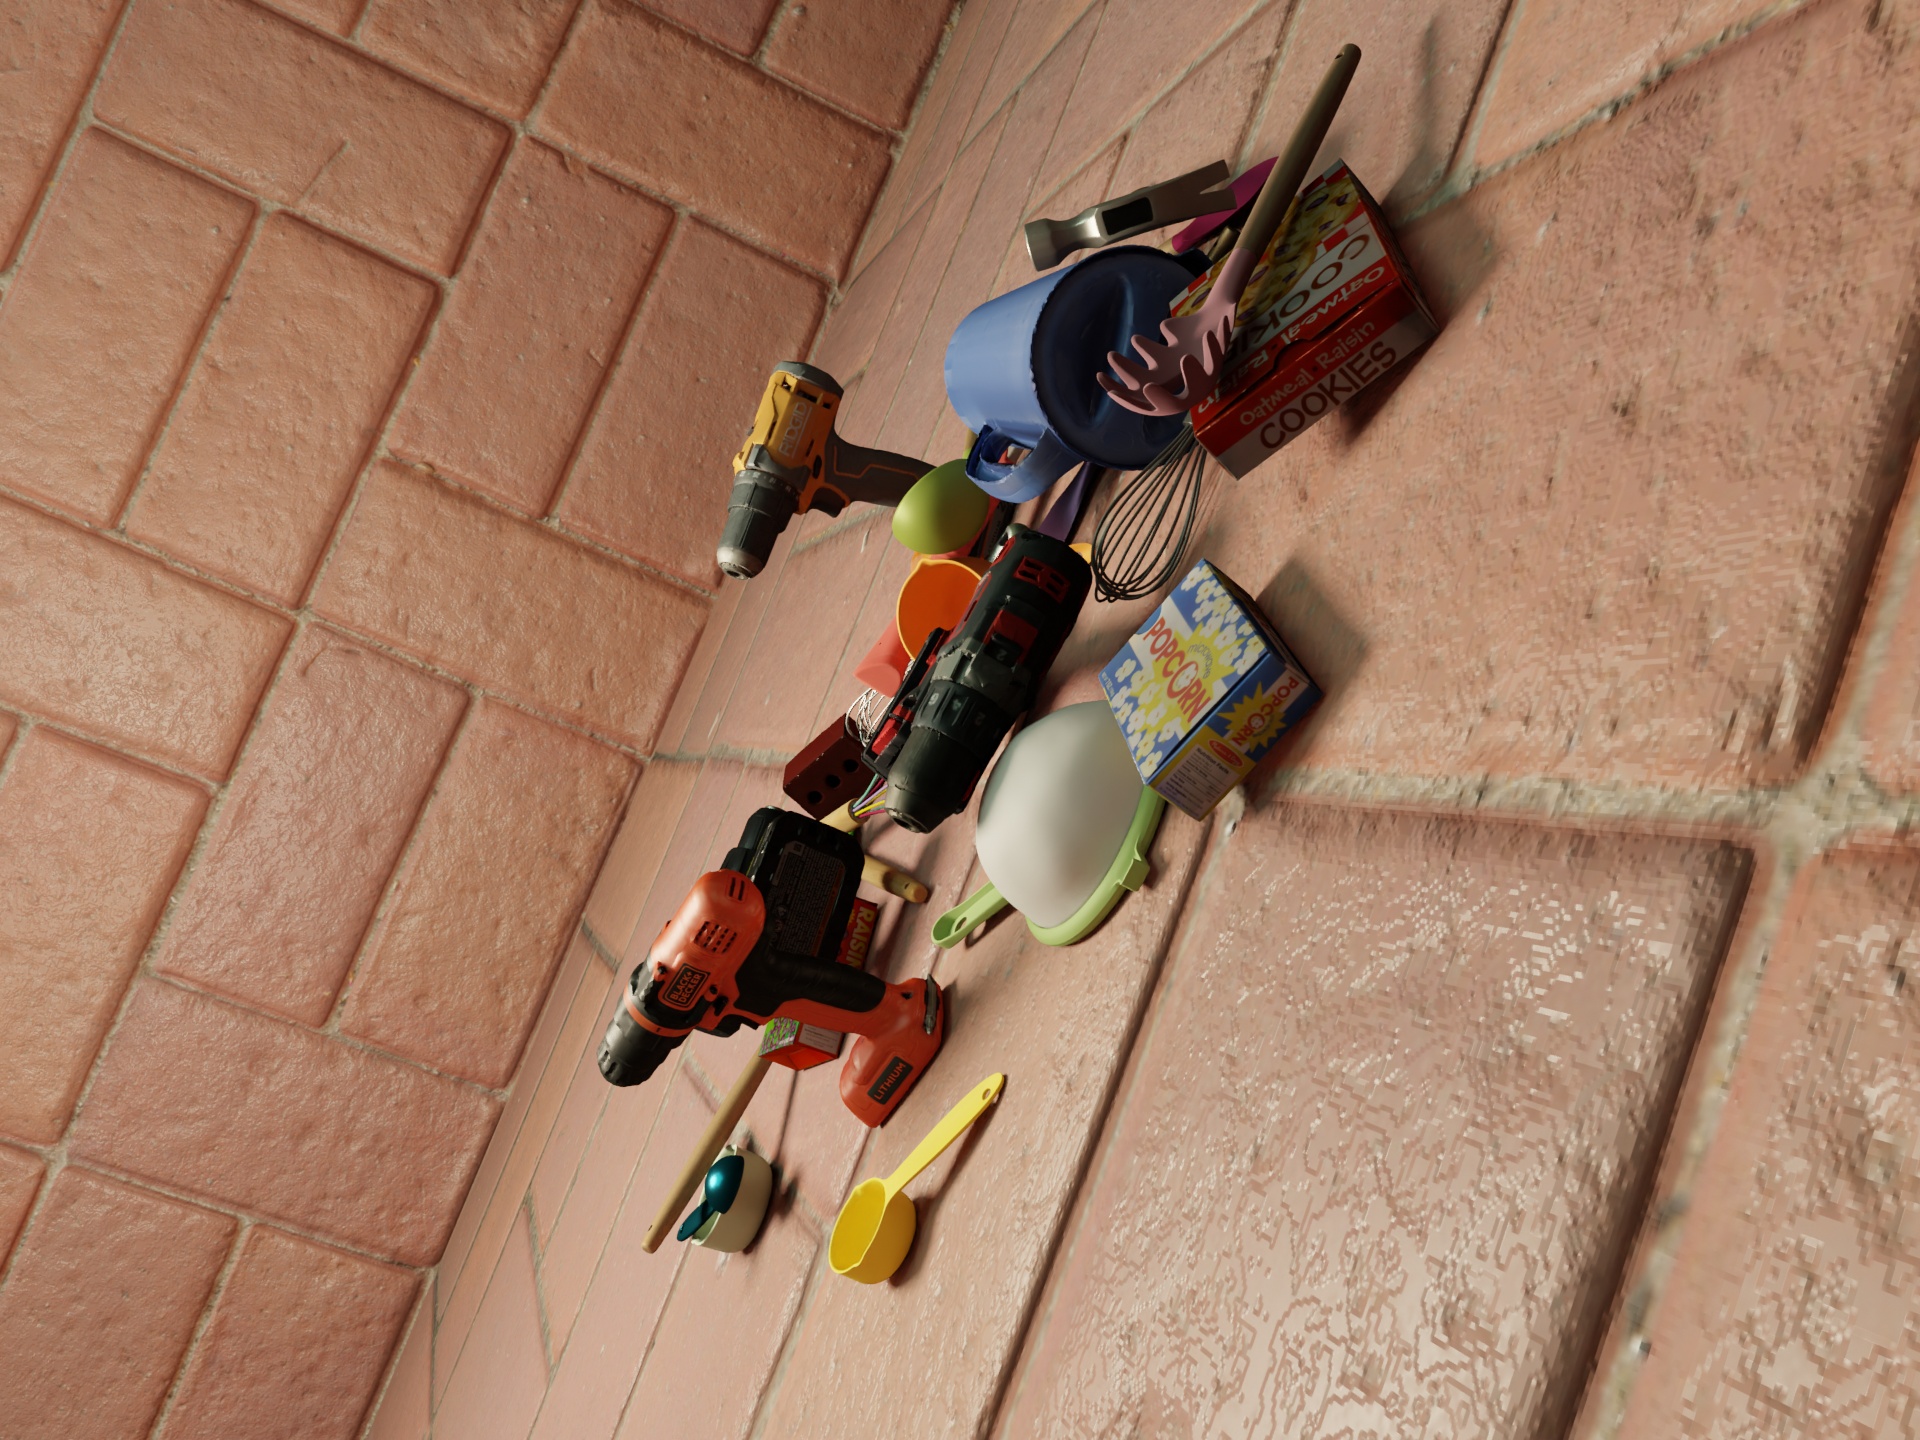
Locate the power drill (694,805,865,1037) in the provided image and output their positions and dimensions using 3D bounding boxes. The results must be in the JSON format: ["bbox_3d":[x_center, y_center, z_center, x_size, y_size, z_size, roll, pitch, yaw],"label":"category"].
[{"bbox_3d":[-0.152,0.143,1.233,0.228,0.080,0.191,-31,38,65],"label":"power drill"}]

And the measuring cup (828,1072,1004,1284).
[{"bbox_3d":[-0.018,0.258,0.898,0.156,0.029,0.062,-49,20,16],"label":"measuring cup"}]

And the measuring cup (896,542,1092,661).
[{"bbox_3d":[0.035,-0.092,1.149,0.173,0.095,0.052,-23,-3,32],"label":"measuring cup"}]

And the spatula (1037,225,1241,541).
[{"bbox_3d":[0.111,-0.207,1.129,0.315,0.018,0.060,-59,22,29],"label":"spatula"}]

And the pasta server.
[{"bbox_3d":[0.158,-0.270,0.849,0.060,0.040,0.316,-1,51,43],"label":"pasta server"}]

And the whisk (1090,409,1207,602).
[{"bbox_3d":[0.141,-0.174,0.940,0.239,0.055,0.055,-62,16,0],"label":"whisk"}]

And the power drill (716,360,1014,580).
[{"bbox_3d":[-0.082,-0.171,1.315,0.084,0.226,0.185,-24,45,67],"label":"power drill"}]

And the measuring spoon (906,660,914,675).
[{"bbox_3d":[-0.020,-0.064,1.359,0.124,0.018,0.034,-54,51,54],"label":"measuring spoon"}]

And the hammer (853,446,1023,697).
[{"bbox_3d":[0.018,-0.181,1.264,0.359,0.036,0.149,-59,18,-6],"label":"hammer"}]

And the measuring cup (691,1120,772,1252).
[{"bbox_3d":[-0.178,0.354,1.240,0.083,0.038,0.168,-65,14,4],"label":"measuring cup"}]

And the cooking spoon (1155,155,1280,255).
[{"bbox_3d":[0.154,-0.347,1.185,0.069,0.017,0.319,-53,13,-13],"label":"cooking spoon"}]

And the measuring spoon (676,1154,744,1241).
[{"bbox_3d":[-0.192,0.355,1.170,0.128,0.021,0.042,-50,23,43],"label":"measuring spoon"}]

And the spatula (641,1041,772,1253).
[{"bbox_3d":[-0.172,0.271,1.246,0.082,0.044,0.318,-41,14,49],"label":"spatula"}]

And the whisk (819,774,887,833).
[{"bbox_3d":[-0.072,0.066,1.245,0.245,0.051,0.047,-33,41,52],"label":"whisk"}]

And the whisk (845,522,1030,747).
[{"bbox_3d":[-0.017,-0.065,1.291,0.246,0.059,0.058,-52,33,29],"label":"whisk"}]

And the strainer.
[{"bbox_3d":[0.026,0.069,0.920,0.256,0.069,0.152,-45,26,48],"label":"strainer"}]

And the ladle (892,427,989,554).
[{"bbox_3d":[0.001,-0.222,1.233,0.078,0.062,0.320,-55,14,33],"label":"ladle"}]

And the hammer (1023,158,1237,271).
[{"bbox_3d":[0.126,-0.360,1.121,0.130,0.031,0.331,-14,17,13],"label":"hammer"}]

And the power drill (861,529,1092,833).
[{"bbox_3d":[-0.002,-0.003,0.982,0.188,0.080,0.226,-61,3,-16],"label":"power drill"}]

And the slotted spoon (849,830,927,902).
[{"bbox_3d":[-0.079,0.118,1.268,0.070,0.031,0.314,-54,16,-10],"label":"slotted spoon"}]
